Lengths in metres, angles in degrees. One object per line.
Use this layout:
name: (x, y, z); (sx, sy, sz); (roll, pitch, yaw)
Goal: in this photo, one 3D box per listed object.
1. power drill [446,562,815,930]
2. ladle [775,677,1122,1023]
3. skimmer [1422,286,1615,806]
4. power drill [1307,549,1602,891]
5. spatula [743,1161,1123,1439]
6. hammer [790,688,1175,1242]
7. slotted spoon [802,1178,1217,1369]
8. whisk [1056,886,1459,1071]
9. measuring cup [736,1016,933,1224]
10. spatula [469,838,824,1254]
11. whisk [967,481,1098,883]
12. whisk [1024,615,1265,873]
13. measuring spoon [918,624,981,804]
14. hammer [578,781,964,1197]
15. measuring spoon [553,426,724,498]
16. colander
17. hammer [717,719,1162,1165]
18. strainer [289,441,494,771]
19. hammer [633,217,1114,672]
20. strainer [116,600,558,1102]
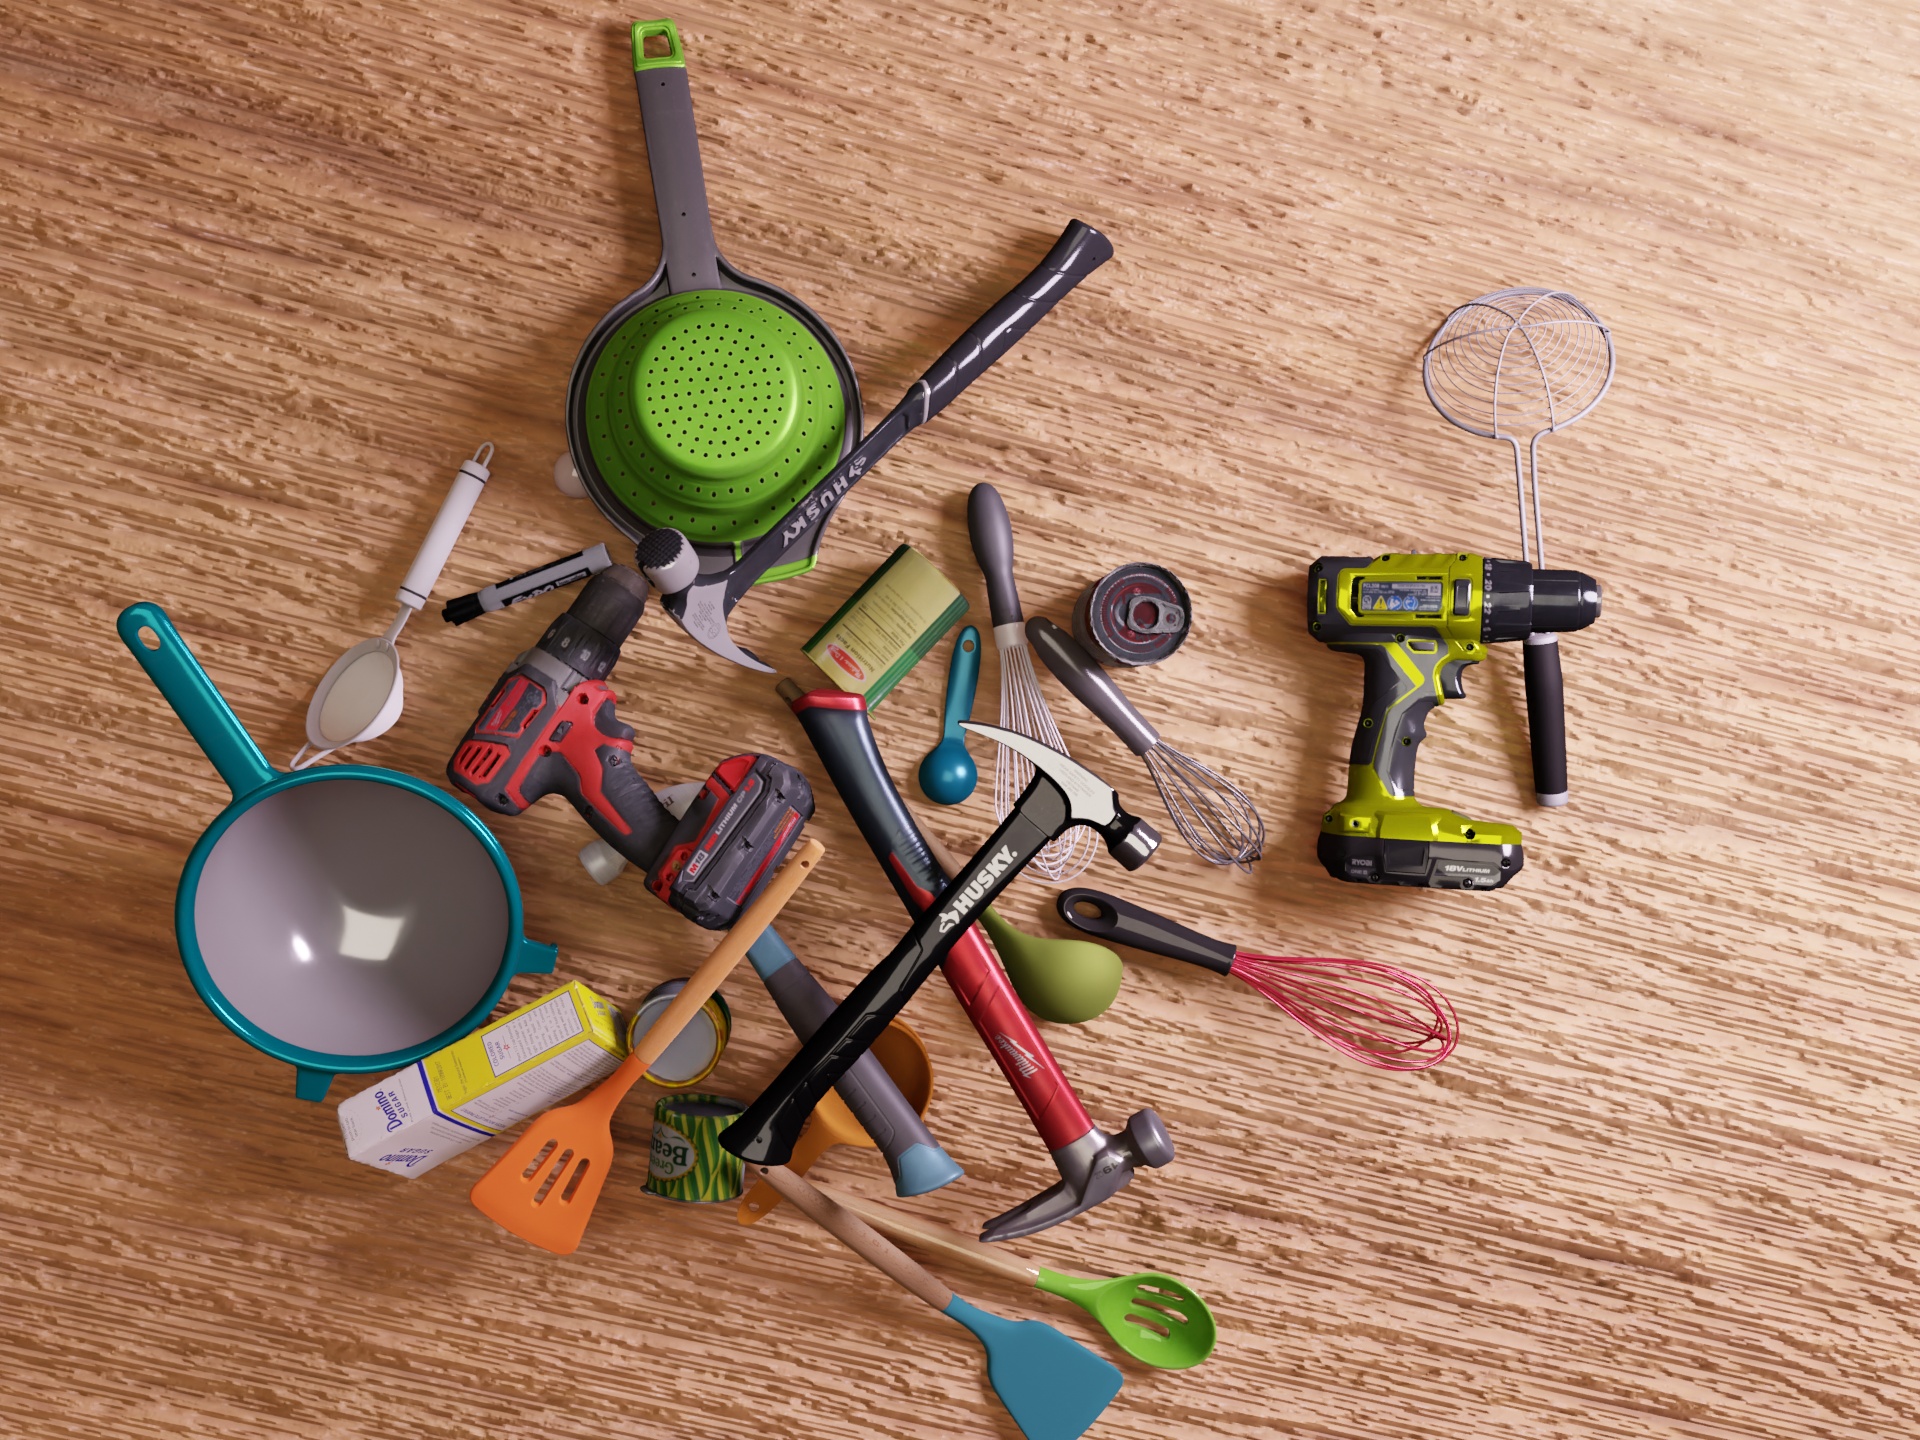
power drill: (-0.208, 0.015, 1.060); (0.227, 0.080, 0.188); (30, 80, 15)
ladle: (-0.011, 0.086, 1.108); (0.320, 0.078, 0.062); (48, 45, 5)
skimmer: (0.407, -0.123, 1.134); (0.127, 0.090, 0.363); (-5, 102, 17)
power drill: (0.333, -0.003, 1.089); (0.190, 0.080, 0.228); (2, 91, 17)
spatula: (-0.026, 0.388, 1.087); (0.317, 0.044, 0.082); (42, 92, -18)
hammer: (-0.016, 0.156, 1.052); (0.143, 0.038, 0.386); (-30, 92, 8)
slotted spoon: (0.030, 0.380, 1.118); (0.313, 0.031, 0.070); (20, 104, -1)
whisk: (0.208, 0.176, 1.115); (0.296, 0.073, 0.073); (20, 89, 3)
measuring cup: (-0.092, 0.276, 1.099); (0.095, 0.052, 0.173); (43, 90, -3)
spatula: (-0.191, 0.205, 1.031); (0.081, 0.041, 0.322); (37, 98, -16)
whisk: (0.042, -0.027, 1.106); (0.070, 0.070, 0.284); (-10, 87, -3)
whisk: (0.127, 0.017, 1.096); (0.055, 0.055, 0.239); (-44, 100, -2)
measuring spoon: (-0.002, -0.004, 1.116); (0.042, 0.021, 0.128); (9, 91, -4)
hammer: (-0.114, 0.179, 1.065); (0.128, 0.033, 0.331); (-37, 76, -5)
measuring spoon: (-0.223, -0.184, 1.105); (0.124, 0.018, 0.034); (-16, 91, -3)
colander: (-0.176, -0.290, 1.063); (0.204, 0.094, 0.397); (-9, 89, -9)
hammer: (-0.036, 0.149, 1.010); (0.146, 0.035, 0.335); (41, 92, -1)
strainer: (-0.377, -0.075, 1.086); (0.087, 0.050, 0.258); (19, 82, 40)
hammer: (-0.039, -0.197, 1.070); (0.036, 0.149, 0.409); (36, 74, 32)
strainer: (-0.424, 0.066, 1.034); (0.211, 0.095, 0.340); (-29, 107, -1)
